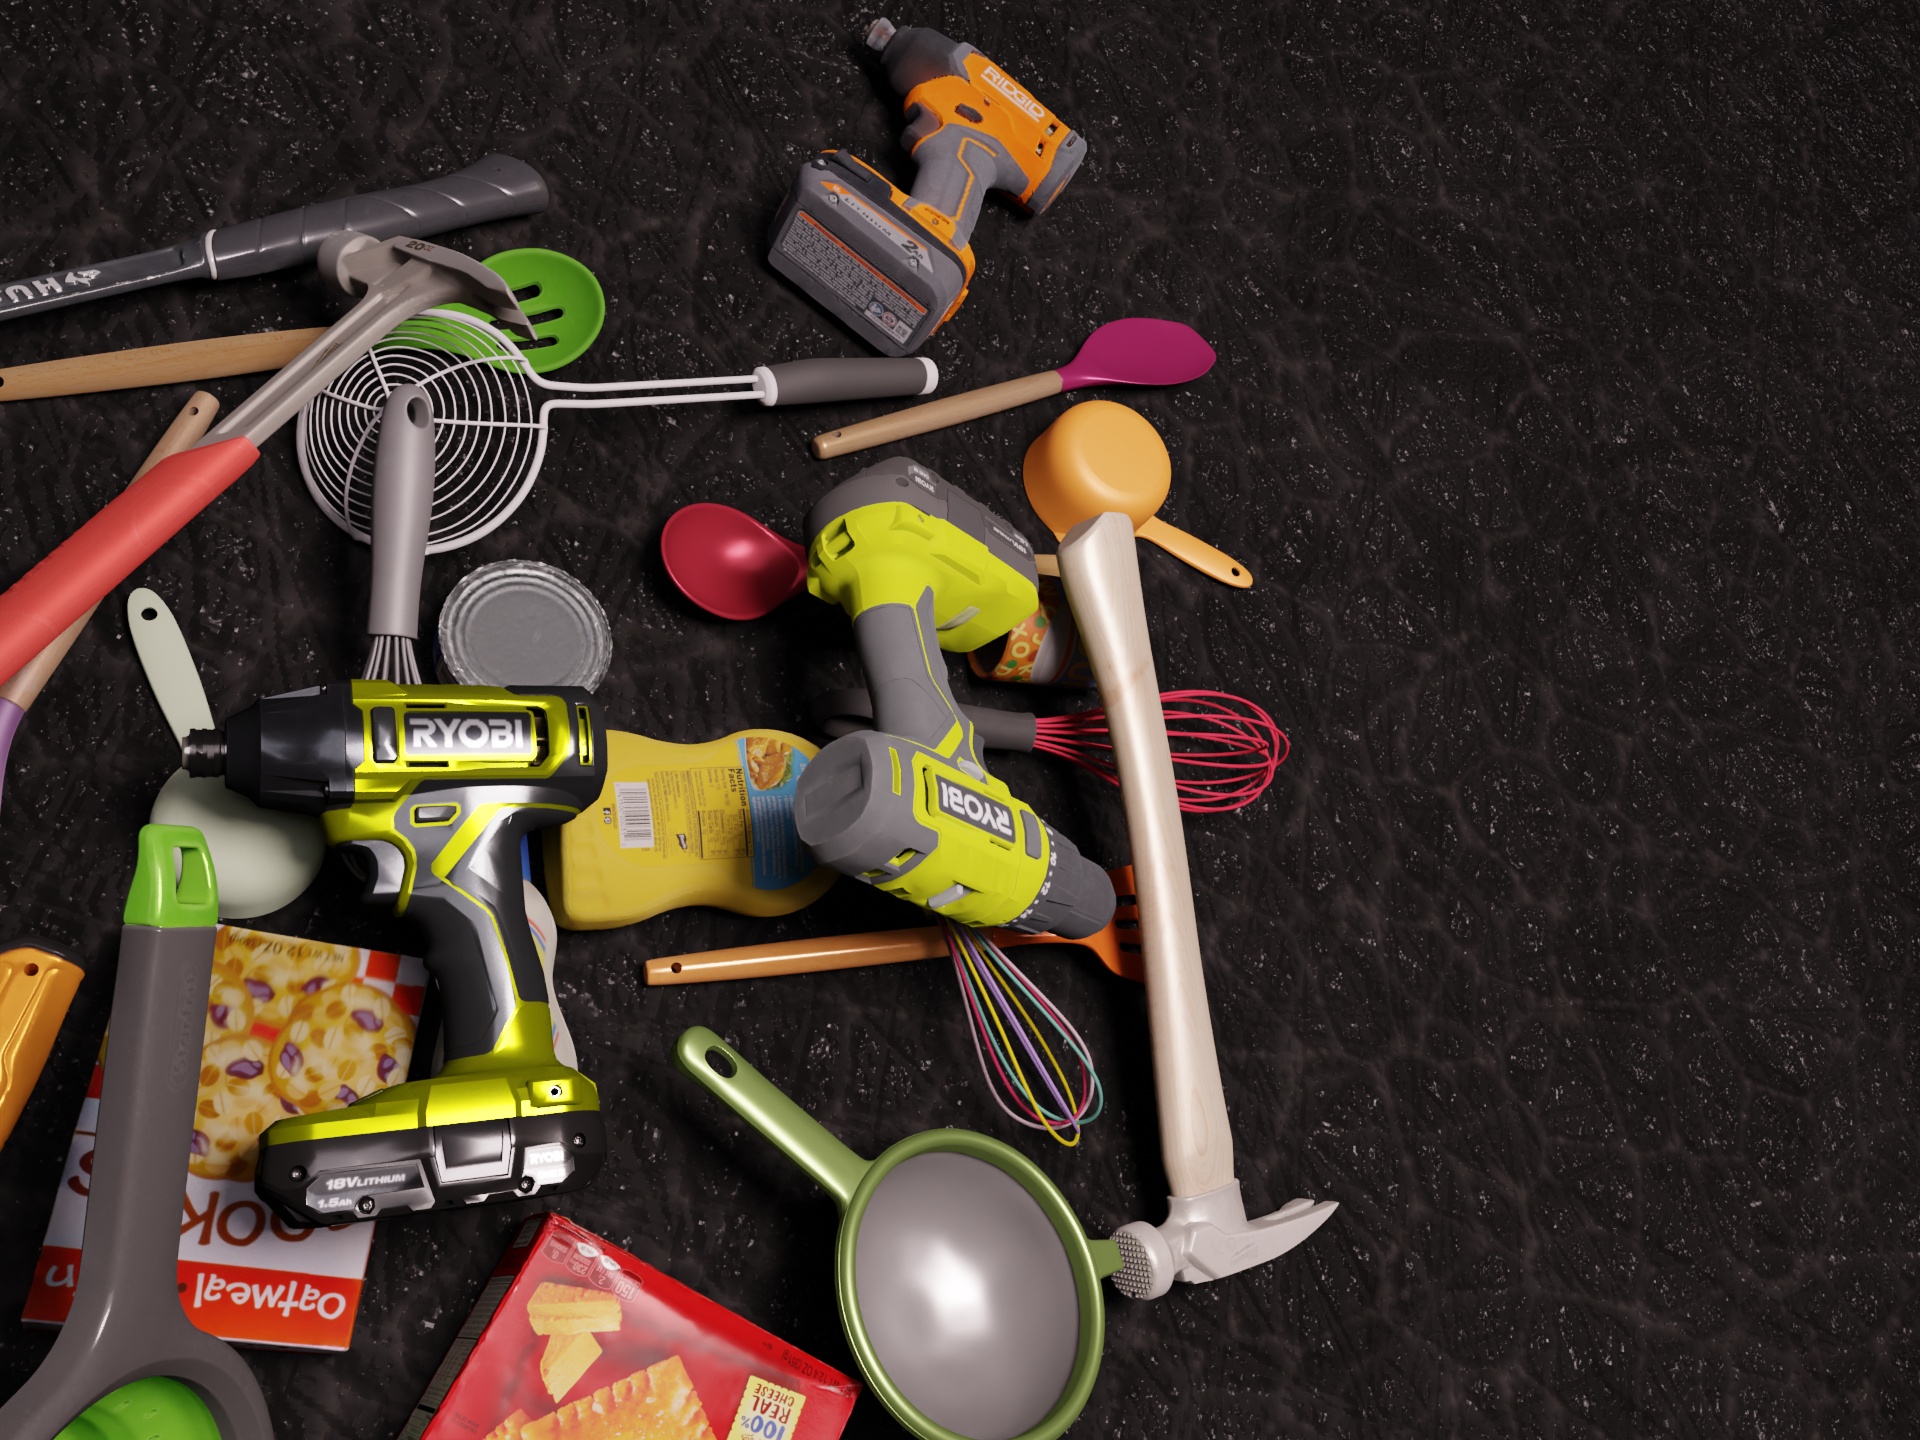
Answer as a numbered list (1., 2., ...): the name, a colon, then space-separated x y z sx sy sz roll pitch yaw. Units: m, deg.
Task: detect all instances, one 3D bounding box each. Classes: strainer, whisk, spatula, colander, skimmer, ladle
1. strainer: -0.047 0.243 0.756 0.256 0.069 0.151 42 42 -5
2. whisk: 0.003 0.114 0.815 0.047 0.051 0.245 -36 99 -42
3. whisk: 0.057 0.010 0.917 0.295 0.073 0.073 6 67 -18
4. spatula: -0.420 -0.029 0.720 0.059 0.018 0.316 20 62 -4
5. colander: -0.330 0.233 0.559 0.094 0.204 0.397 3 84 9
6. whisk: -0.265 -0.041 0.750 0.055 0.055 0.239 4 86 -25
7. spatula: -0.011 0.121 0.859 0.322 0.041 0.081 -3 72 -23
8. skimmer: -0.174 -0.172 0.888 0.363 0.090 0.127 -14 82 -39
9. ladle: -0.028 -0.091 0.935 0.315 0.031 0.069 -3 73 -29

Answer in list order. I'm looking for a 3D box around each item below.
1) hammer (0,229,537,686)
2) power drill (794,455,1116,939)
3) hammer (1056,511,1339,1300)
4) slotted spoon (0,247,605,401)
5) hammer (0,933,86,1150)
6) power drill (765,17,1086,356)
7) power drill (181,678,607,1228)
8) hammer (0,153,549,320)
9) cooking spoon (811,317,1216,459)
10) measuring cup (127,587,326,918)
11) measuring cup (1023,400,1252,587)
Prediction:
1. hammer: -0.355 -0.091 0.708 0.149 0.036 0.359 26 65 34
2. power drill: -0.001 -0.003 0.804 0.190 0.080 0.229 27 44 -41
3. hammer: 0.117 0.089 0.870 0.146 0.038 0.411 -4 83 -36
4. slotted spoon: -0.338 -0.196 0.825 0.313 0.031 0.070 -17 90 -28
5. hammer: -0.417 0.242 0.600 0.127 0.034 0.337 23 61 -16
6. power drill: -0.030 -0.352 1.012 0.164 0.084 0.227 37 54 -7
7. power drill: -0.234 0.093 0.672 0.171 0.080 0.223 0 72 -27
8. hammer: -0.387 -0.225 0.789 0.409 0.036 0.149 -29 60 -36
9. cooking spoon: 0.041 -0.212 1.022 0.319 0.017 0.069 -22 61 -31
10. measuring cup: -0.346 0.008 0.728 0.083 0.038 0.168 -21 82 -31
11. measuring cup: 0.126 -0.139 1.013 0.173 0.052 0.095 28 60 -11
